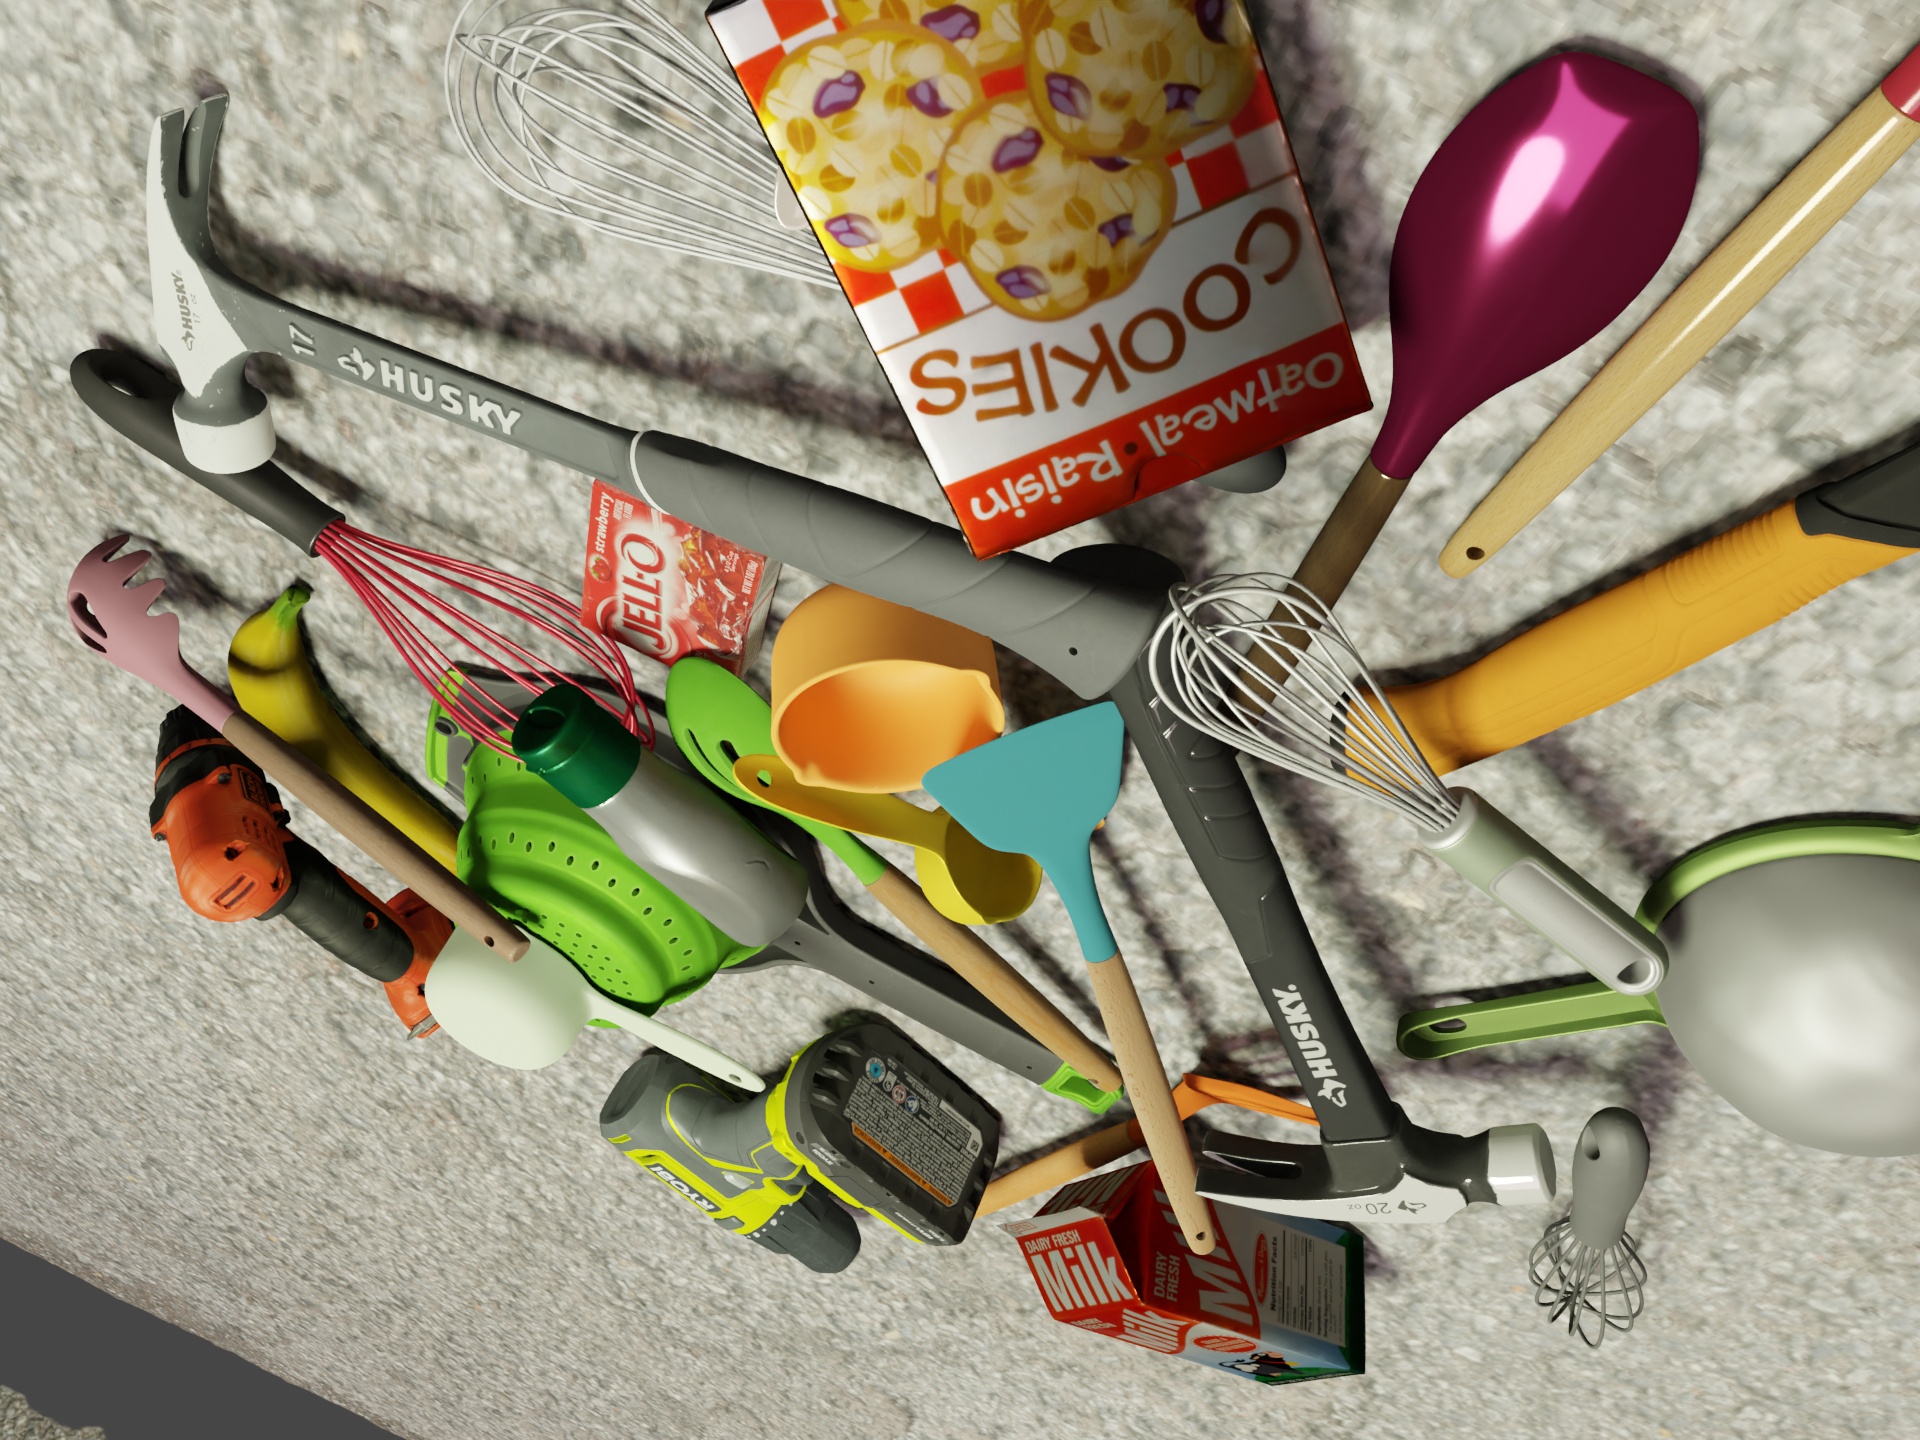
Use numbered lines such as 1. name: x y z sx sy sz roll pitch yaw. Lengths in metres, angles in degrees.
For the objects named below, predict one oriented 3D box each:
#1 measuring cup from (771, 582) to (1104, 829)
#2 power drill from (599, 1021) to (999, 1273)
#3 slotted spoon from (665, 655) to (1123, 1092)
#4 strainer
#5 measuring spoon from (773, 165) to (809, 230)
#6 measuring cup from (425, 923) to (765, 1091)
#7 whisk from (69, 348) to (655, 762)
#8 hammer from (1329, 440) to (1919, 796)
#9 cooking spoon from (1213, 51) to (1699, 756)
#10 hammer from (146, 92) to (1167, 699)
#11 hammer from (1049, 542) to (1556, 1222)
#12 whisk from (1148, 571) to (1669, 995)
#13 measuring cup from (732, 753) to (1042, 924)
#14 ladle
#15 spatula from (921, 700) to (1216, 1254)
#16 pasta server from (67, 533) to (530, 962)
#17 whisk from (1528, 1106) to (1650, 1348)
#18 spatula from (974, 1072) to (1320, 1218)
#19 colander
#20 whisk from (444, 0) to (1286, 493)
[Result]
1. measuring cup: -0.001 -0.002 0.634 0.095 0.052 0.173 -31 141 31
2. power drill: -0.086 0.262 0.938 0.190 0.080 0.228 43 140 -20
3. slotted spoon: -0.021 0.083 0.714 0.070 0.031 0.313 -8 135 48
4. strainer: 0.277 0.121 0.595 0.256 0.069 0.151 -20 122 39
5. measuring spoon: -0.022 -0.190 0.431 0.034 0.018 0.124 23 120 -15
6. measuring cup: -0.172 0.148 0.736 0.167 0.038 0.083 22 140 10
7. whisk: -0.257 -0.068 0.687 0.296 0.073 0.073 35 140 -3
8. hammer: 0.246 -0.043 0.462 0.127 0.034 0.337 41 138 -15
9. cooking spoon: 0.128 -0.064 0.513 0.069 0.017 0.318 24 140 2
10. hammer: -0.122 -0.098 0.558 0.409 0.036 0.149 21 132 14
11. hammer: 0.111 0.076 0.614 0.146 0.035 0.334 -13 120 28
12. whisk: 0.156 0.028 0.527 0.246 0.059 0.058 35 114 -22
13. measuring cup: -0.032 0.045 0.657 0.156 0.062 0.029 22 152 -33
14. ladle: 0.214 -0.130 0.392 0.069 0.031 0.315 29 142 -4
15. spatula: 0.069 0.127 0.688 0.082 0.044 0.317 -21 117 0
16. pasta server: -0.318 0.013 0.751 0.316 0.040 0.060 35 128 14
17. whisk: 0.278 0.223 0.695 0.055 0.055 0.238 7 147 22
18. spatula: 0.078 0.232 0.835 0.081 0.041 0.322 23 141 -24
19. colander: -0.106 0.122 0.781 0.397 0.095 0.204 29 140 -3
20. whisk: -0.023 -0.142 0.487 0.284 0.070 0.070 26 141 -8
